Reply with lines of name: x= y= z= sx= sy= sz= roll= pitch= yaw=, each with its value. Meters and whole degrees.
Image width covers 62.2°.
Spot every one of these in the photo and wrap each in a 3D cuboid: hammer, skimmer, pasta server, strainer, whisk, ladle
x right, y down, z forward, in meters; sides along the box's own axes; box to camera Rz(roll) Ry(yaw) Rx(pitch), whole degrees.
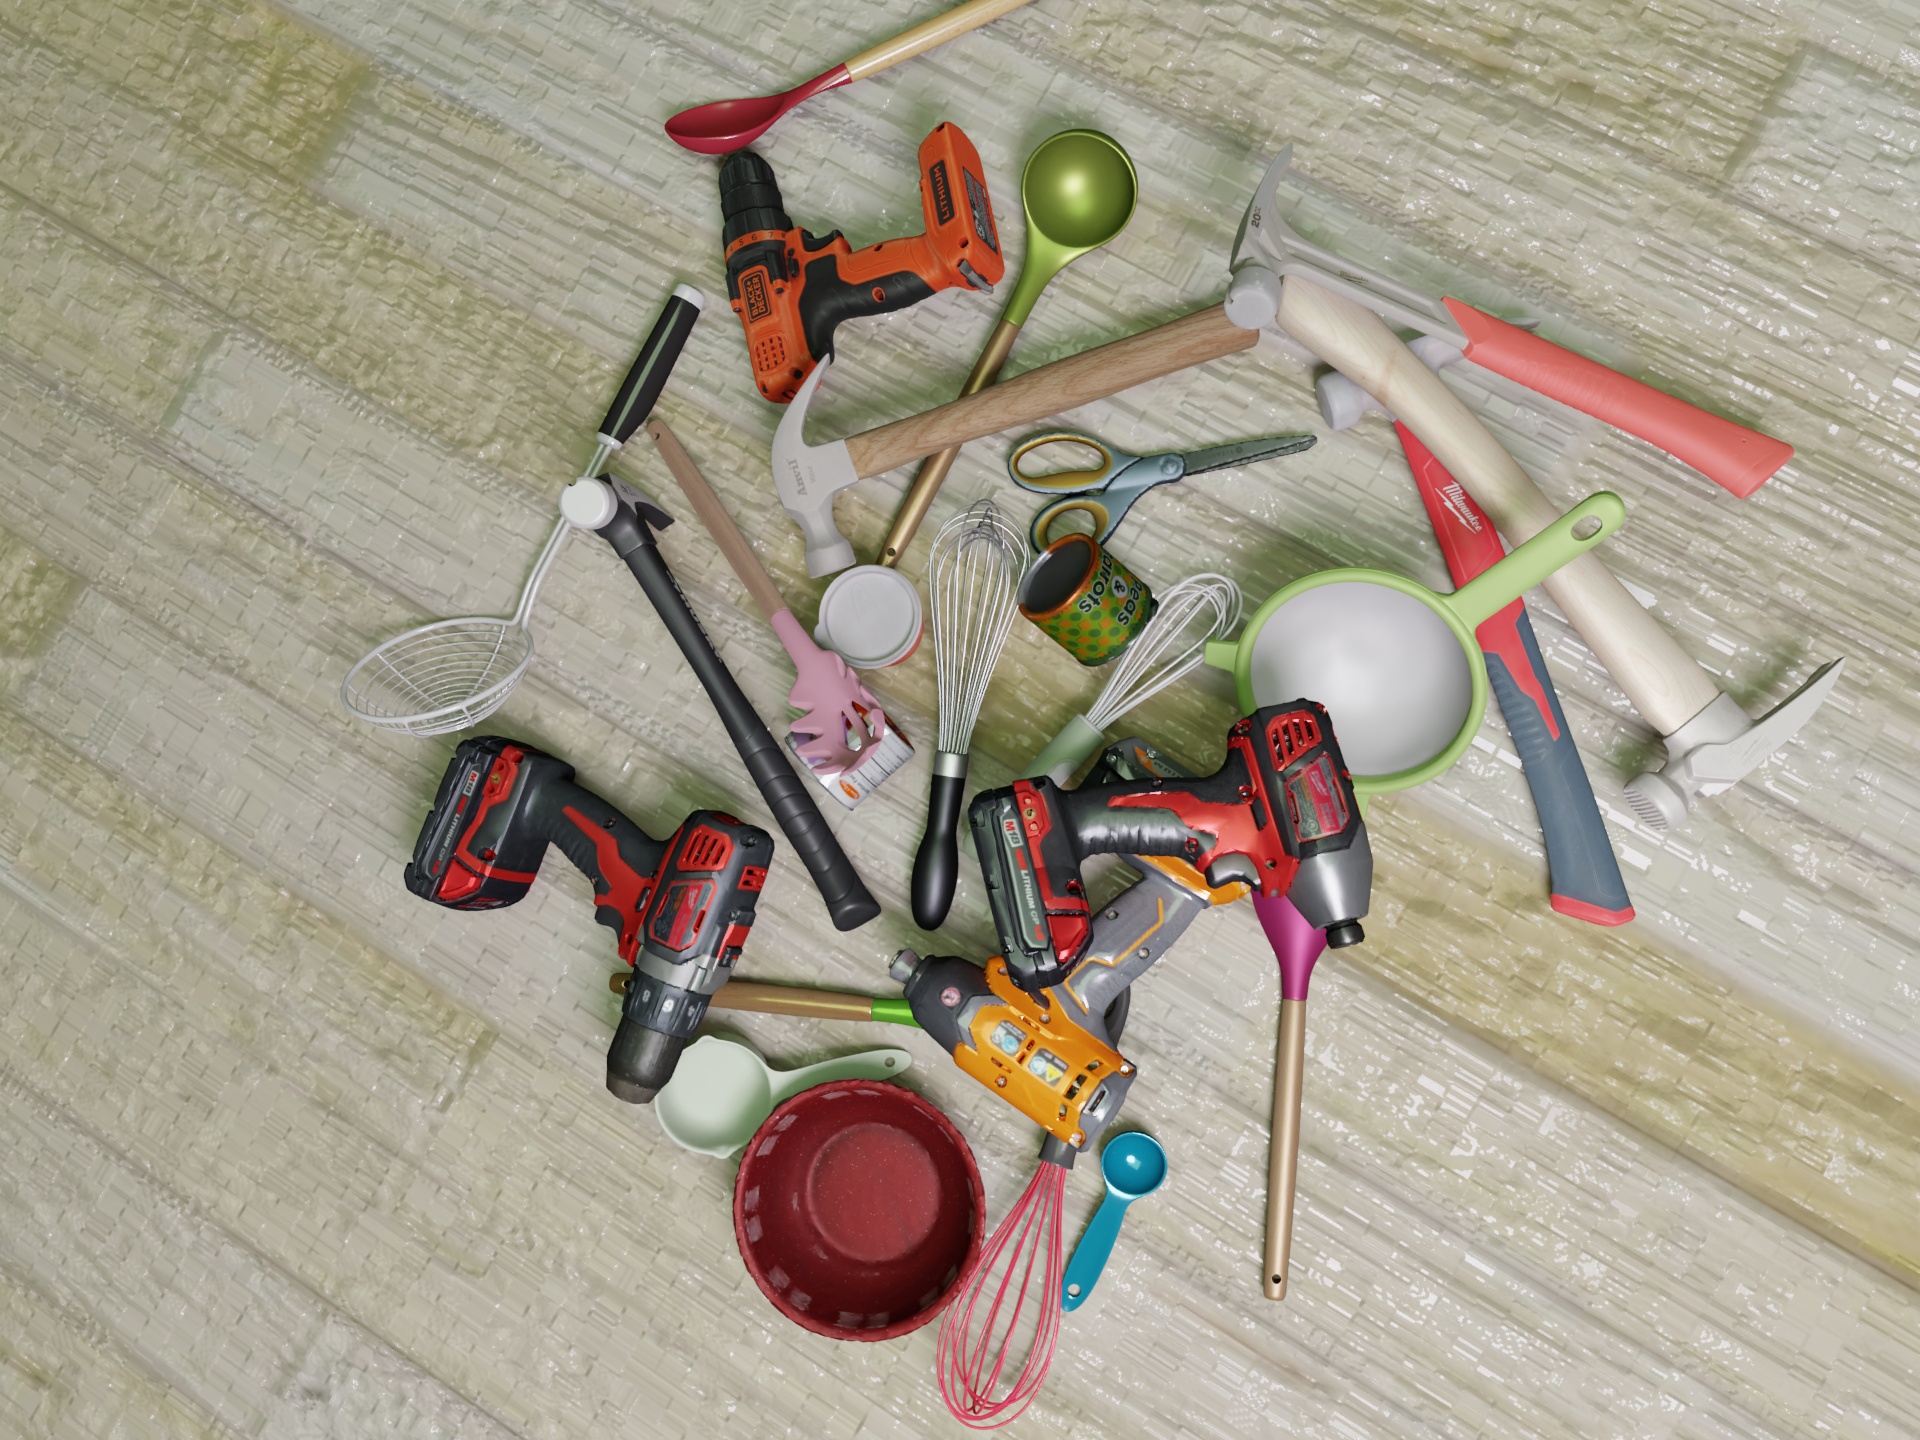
hammer: x=0.036 y=-0.209 z=1.028 sx=0.331 sy=0.031 sz=0.130 roll=-21 pitch=96 yaw=-5
skimmer: x=-0.287 y=-0.149 z=1.074 sx=0.127 sy=0.090 sz=0.363 roll=25 pitch=86 yaw=41
pasta server: x=-0.134 y=-0.089 z=1.034 sx=0.060 sy=0.040 sz=0.316 roll=-43 pitch=64 yaw=18
hammer: x=0.347 y=-0.136 z=0.971 sx=0.146 sy=0.038 sz=0.411 roll=-38 pitch=81 yaw=-1
hammer: x=-0.148 y=-0.009 z=1.039 sx=0.035 sy=0.146 sz=0.335 roll=-31 pitch=93 yaw=5
strainer: x=0.284 y=-0.062 z=0.956 sx=0.151 sy=0.069 sz=0.256 roll=47 pitch=123 yaw=-5
whisk: x=0.053 y=0.297 z=1.001 sx=0.073 sy=0.073 sz=0.296 roll=18 pitch=81 yaw=9
hammer: x=0.355 y=-0.062 z=0.999 sx=0.143 sy=0.038 sz=0.386 roll=-19 pitch=82 yaw=5
ladle: x=-0.055 y=-0.460 z=1.099 sx=0.315 sy=0.031 sz=0.069 roll=-24 pitch=43 yaw=2
hammer: x=0.335 y=-0.230 z=0.966 sx=0.359 sy=0.036 sz=0.149 roll=23 pitch=55 yaw=-3
ladle: x=0.021 y=-0.242 z=1.056 sx=0.078 sy=0.062 sz=0.320 roll=28 pitch=92 yaw=-2
whisk: x=-0.001 y=-0.003 z=1.040 sx=0.070 sy=0.070 sz=0.284 roll=8 pitch=91 yaw=9
whisk: x=0.090 y=-0.001 z=1.021 sx=0.246 sy=0.057 sz=0.059 roll=-47 pitch=46 yaw=1

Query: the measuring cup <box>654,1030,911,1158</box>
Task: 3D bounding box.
measuring cup: x=-0.116 y=0.233 z=1.045 sx=0.167 sy=0.038 sz=0.083 roll=-9 pitch=98 yaw=-10

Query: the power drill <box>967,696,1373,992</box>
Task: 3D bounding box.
power drill: x=0.124 y=0.080 z=0.911 sx=0.219 sy=0.078 sz=0.143 roll=-15 pitch=75 yaw=0

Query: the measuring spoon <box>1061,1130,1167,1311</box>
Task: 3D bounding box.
measuring spoon: x=0.093 y=0.318 z=1.015 sx=0.042 sy=0.021 sz=0.128 roll=24 pitch=98 yaw=4

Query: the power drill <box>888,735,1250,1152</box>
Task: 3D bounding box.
power drill: x=0.072 y=0.126 z=0.982 sx=0.164 sy=0.084 sz=0.226 roll=33 pitch=79 yaw=11

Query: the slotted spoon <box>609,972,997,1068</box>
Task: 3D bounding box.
slotted spoon: x=-0.082 y=0.185 z=1.045 sx=0.314 sy=0.031 sz=0.070 roll=3 pitch=78 yaw=11

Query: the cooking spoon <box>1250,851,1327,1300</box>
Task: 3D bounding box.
cooking spoon: x=0.210 y=0.202 z=1.004 sx=0.069 sy=0.017 sz=0.319 roll=4 pitch=84 yaw=9

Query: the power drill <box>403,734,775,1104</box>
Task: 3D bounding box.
power drill: x=-0.243 y=0.122 z=1.025 sx=0.227 sy=0.080 sz=0.188 roll=21 pitch=88 yaw=21
